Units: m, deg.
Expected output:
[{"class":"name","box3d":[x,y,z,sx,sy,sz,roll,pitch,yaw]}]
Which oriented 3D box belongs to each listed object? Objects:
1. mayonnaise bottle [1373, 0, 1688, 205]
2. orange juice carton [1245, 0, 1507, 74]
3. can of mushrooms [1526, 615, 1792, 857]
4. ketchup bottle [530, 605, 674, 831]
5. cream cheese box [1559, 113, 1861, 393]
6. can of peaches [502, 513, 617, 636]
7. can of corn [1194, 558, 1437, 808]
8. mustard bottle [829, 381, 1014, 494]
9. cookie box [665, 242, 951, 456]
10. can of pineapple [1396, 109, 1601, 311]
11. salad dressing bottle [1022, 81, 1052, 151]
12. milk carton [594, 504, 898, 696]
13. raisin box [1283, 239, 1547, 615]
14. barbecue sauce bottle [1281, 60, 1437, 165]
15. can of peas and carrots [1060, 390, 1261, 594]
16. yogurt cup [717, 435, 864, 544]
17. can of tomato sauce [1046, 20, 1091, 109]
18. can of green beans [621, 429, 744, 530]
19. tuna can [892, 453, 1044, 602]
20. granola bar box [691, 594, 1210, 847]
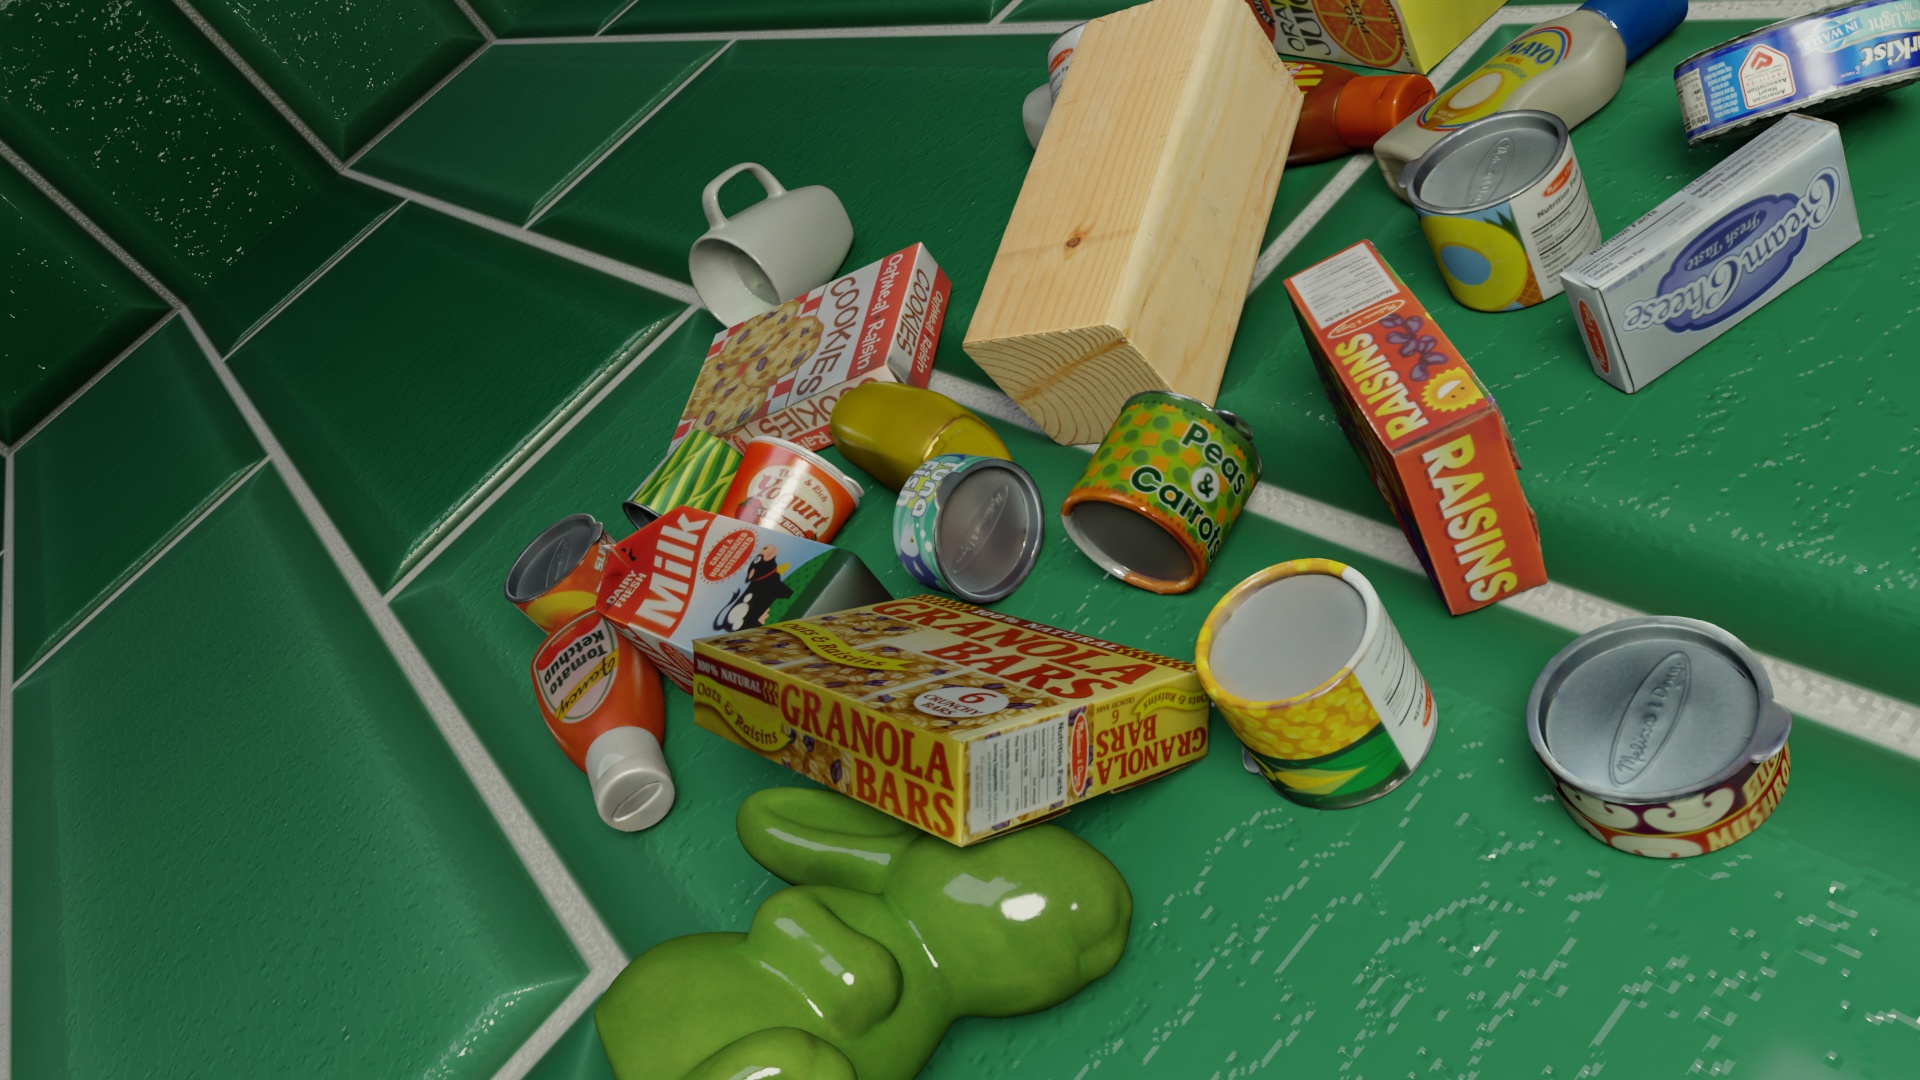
[{"class":"mayonnaise bottle","box3d":[0.272,-0.214,0.657,0.148,0.041,0.065,-38,33,1]},{"class":"orange juice carton","box3d":[0.219,-0.334,0.814,0.073,0.071,0.193,-42,35,-5]},{"class":"can of mushrooms","box3d":[0.208,0.058,0.410,0.071,0.033,0.071,-24,37,19]},{"class":"ketchup bottle","box3d":[-0.179,0.090,0.708,0.065,0.043,0.149,-39,35,-2]},{"class":"cream cheese box","box3d":[0.280,-0.106,0.517,0.104,0.053,0.024,-35,34,4]},{"class":"can of peaches","box3d":[-0.216,0.027,0.801,0.071,0.058,0.071,-24,37,19]},{"class":"can of corn","box3d":[0.119,0.049,0.477,0.071,0.058,0.071,-24,37,19]},{"class":"mustard bottle","box3d":[-0.033,-0.055,0.728,0.049,0.065,0.160,-49,32,-8]},{"class":"cookie box","box3d":[-0.091,-0.106,0.857,0.167,0.040,0.123,-18,39,27]},{"class":"can of pineapple","box3d":[0.231,-0.141,0.595,0.071,0.057,0.071,-24,37,19]},{"class":"salad dressing bottle","box3d":[0.112,-0.283,0.876,0.147,0.044,0.064,-10,47,32]},{"class":"milk carton","box3d":[-0.111,0.038,0.681,0.190,0.072,0.074,13,59,48]},{"class":"raisin box","box3d":[0.168,-0.044,0.517,0.040,0.085,0.124,-24,37,12]},{"class":"barbecue sauce bottle","box3d":[0.185,-0.231,0.751,0.065,0.043,0.148,-52,37,-13]},{"class":"can of peas and carrots","box3d":[0.085,-0.020,0.578,0.071,0.070,0.059,7,55,46]},{"class":"yogurt cup","box3d":[-0.095,-0.016,0.738,0.072,0.072,0.054,8,64,46]},{"class":"can of tomato sauce","box3d":[0.089,-0.251,0.815,0.071,0.071,0.083,-13,73,32]},{"class":"can of green beans","box3d":[-0.147,-0.020,0.785,0.071,0.071,0.058,13,58,48]},{"class":"tuna can","box3d":[0.002,-0.008,0.635,0.033,0.071,0.071,12,58,49]},{"class":"granola bar box","box3d":[-0.007,0.061,0.534,0.124,0.039,0.165,-10,15,-40]}]
